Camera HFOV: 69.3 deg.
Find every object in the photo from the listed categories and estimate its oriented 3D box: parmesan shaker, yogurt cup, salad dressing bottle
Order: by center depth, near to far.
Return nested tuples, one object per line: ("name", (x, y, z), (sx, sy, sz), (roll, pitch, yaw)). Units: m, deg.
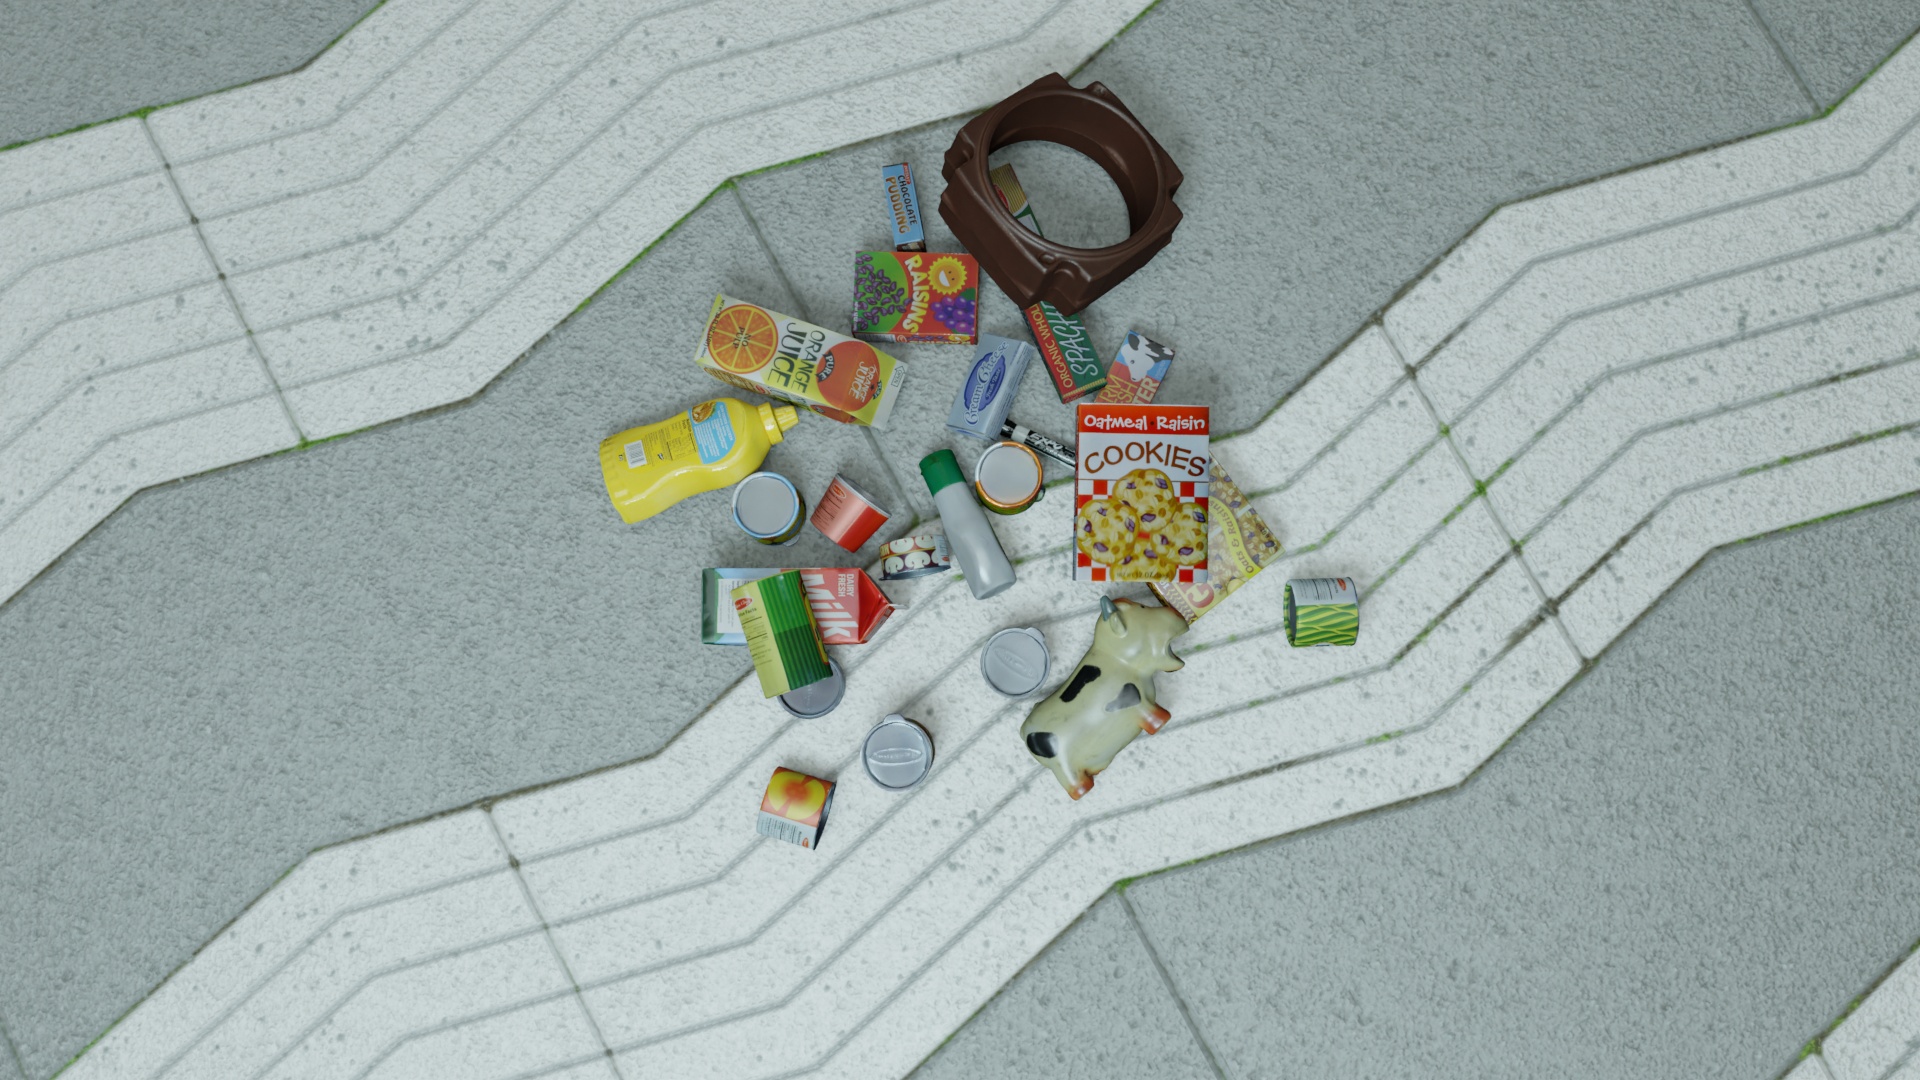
("parmesan shaker", (-0.162, 0.085, 1.258), (0.071, 0.071, 0.103), (-19, 86, -1))
("yogurt cup", (-0.108, -0.024, 1.342), (0.072, 0.072, 0.054), (38, 94, 5))
("salad dressing bottle", (0.005, -0.017, 1.342), (0.044, 0.064, 0.148), (-22, 76, -12))

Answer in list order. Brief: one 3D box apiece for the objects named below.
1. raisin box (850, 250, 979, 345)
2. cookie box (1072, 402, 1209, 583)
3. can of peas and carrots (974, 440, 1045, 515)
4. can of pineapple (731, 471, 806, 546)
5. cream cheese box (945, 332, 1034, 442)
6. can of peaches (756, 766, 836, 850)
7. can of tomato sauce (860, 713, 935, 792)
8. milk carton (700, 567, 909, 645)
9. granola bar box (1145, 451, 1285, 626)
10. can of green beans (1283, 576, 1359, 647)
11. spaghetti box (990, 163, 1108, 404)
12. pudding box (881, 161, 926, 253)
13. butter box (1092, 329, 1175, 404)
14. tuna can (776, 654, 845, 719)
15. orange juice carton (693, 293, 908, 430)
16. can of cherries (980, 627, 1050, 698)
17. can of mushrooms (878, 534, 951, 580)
("raisin box", (-0.044, -0.240, 1.378), (0.123, 0.040, 0.086), (2, 83, 2))
("cookie box", (0.168, -0.044, 1.301), (0.123, 0.040, 0.167), (1, 88, -1))
("can of peas and carrots", (0.049, -0.059, 1.345), (0.071, 0.058, 0.071), (0, 84, 1))
("can of pineapple", (-0.184, -0.030, 1.346), (0.071, 0.058, 0.071), (0, 84, 1))
("cream cheese box", (0.029, -0.151, 1.361), (0.053, 0.024, 0.104), (18, 83, 40))
("can of peaches", (-0.154, 0.250, 1.310), (0.058, 0.071, 0.071), (16, 84, 3))
("can of tomato sauce", (-0.058, 0.198, 1.304), (0.071, 0.083, 0.071), (0, 84, 1))
("milk carton", (-0.146, 0.064, 1.328), (0.191, 0.072, 0.073), (0, 85, 2))
("granola bar box", (0.213, -0.017, 1.341), (0.124, 0.039, 0.165), (-37, 89, -3))
("can of green beans", (0.342, 0.069, 1.322), (0.058, 0.071, 0.071), (-3, 84, 1))
("spaghetti box", (0.075, -0.253, 1.370), (0.050, 0.028, 0.250), (-22, 78, -1))
("pudding box", (-0.055, -0.327, 1.382), (0.030, 0.049, 0.084), (-10, 84, 1))
("butter box", (0.166, -0.150, 1.371), (0.053, 0.024, 0.103), (26, 84, 4))
("tuna can", (-0.147, 0.139, 1.338), (0.071, 0.033, 0.071), (0, 83, 1))
("orange juice carton", (-0.153, -0.170, 1.354), (0.193, 0.073, 0.072), (19, 84, 3))
("can of cherries", (0.054, 0.116, 1.325), (0.071, 0.058, 0.071), (0, 83, 2))
("can of mushrooms", (-0.047, 0.017, 1.334), (0.071, 0.071, 0.033), (-10, 83, 0))
